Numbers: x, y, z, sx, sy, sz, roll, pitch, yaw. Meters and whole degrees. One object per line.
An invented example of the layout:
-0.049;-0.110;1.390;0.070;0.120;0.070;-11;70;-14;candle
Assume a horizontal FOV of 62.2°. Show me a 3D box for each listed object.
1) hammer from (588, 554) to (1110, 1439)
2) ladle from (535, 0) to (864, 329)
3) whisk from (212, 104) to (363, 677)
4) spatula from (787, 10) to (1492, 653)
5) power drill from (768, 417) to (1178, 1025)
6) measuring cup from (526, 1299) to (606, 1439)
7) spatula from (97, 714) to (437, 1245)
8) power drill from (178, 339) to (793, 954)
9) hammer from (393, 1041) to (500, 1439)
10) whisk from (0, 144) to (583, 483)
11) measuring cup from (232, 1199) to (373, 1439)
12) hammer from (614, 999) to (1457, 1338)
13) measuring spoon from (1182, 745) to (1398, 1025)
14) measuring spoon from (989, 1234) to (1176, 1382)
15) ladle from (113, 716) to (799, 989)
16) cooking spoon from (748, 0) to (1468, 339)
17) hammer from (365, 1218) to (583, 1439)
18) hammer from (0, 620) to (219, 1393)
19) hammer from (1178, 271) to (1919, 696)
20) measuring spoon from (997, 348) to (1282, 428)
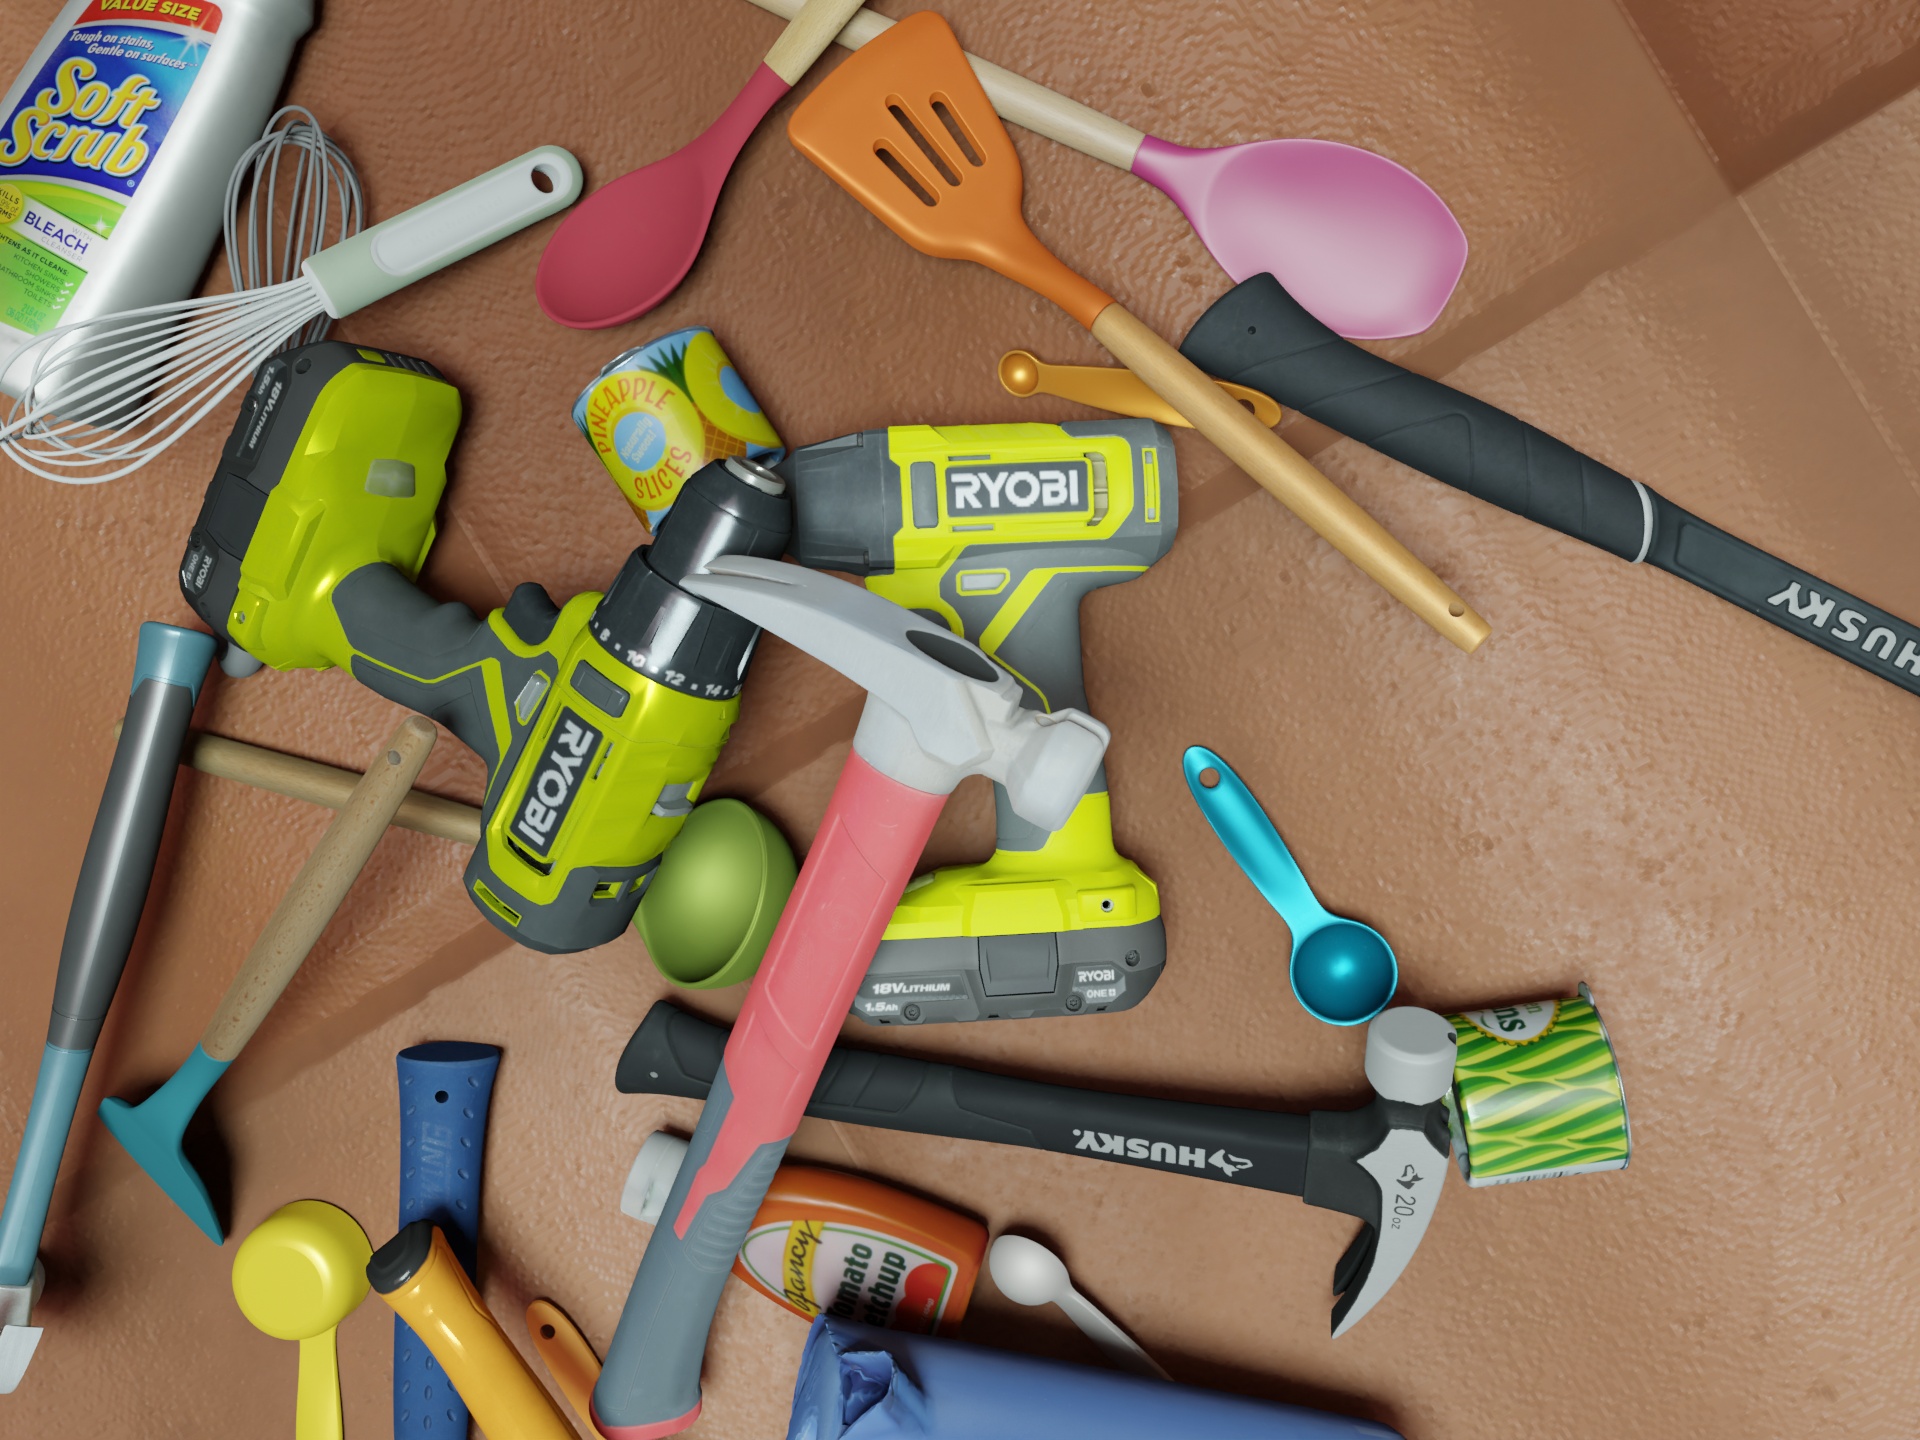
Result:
-0.086;0.127;0.583;0.143;0.038;0.386;28;118;7;hammer
-0.056;-0.273;0.618;0.315;0.031;0.069;-46;62;14;ladle
-0.290;-0.134;0.668;0.055;0.055;0.239;13;100;6;whisk
0.071;-0.139;0.590;0.081;0.041;0.323;-43;77;-12;spatula
-0.001;-0.002;0.616;0.171;0.080;0.223;-3;91;-3;power drill
-0.145;0.330;0.675;0.095;0.052;0.173;-31;92;8;measuring cup
-0.277;0.108;0.633;0.082;0.044;0.317;44;116;6;spatula
-0.177;-0.049;0.603;0.229;0.080;0.190;35;106;20;power drill
-0.237;0.343;0.690;0.144;0.035;0.405;3;93;-2;hammer
-0.257;-0.164;0.619;0.246;0.059;0.057;-32;108;-15;whisk
-0.291;0.293;0.702;0.062;0.029;0.156;-1;93;7;measuring cup
0.019;0.160;0.637;0.335;0.035;0.146;5;120;13;hammer
0.130;0.064;0.644;0.042;0.021;0.129;-35;80;8;measuring spoon
0.057;0.259;0.653;0.124;0.018;0.034;44;138;-5;measuring spoon
-0.218;0.041;0.665;0.320;0.062;0.078;14;82;9;ladle
0.047;-0.235;0.629;0.319;0.017;0.068;26;116;5;cooking spoon
-0.119;0.333;0.610;0.034;0.127;0.337;-39;75;-12;hammer
-0.365;0.118;0.660;0.033;0.128;0.331;15;93;-26;hammer
0.271;-0.062;0.603;0.409;0.036;0.149;27;98;4;hammer
0.070;-0.130;0.625;0.117;0.011;0.021;14;126;20;measuring spoon
